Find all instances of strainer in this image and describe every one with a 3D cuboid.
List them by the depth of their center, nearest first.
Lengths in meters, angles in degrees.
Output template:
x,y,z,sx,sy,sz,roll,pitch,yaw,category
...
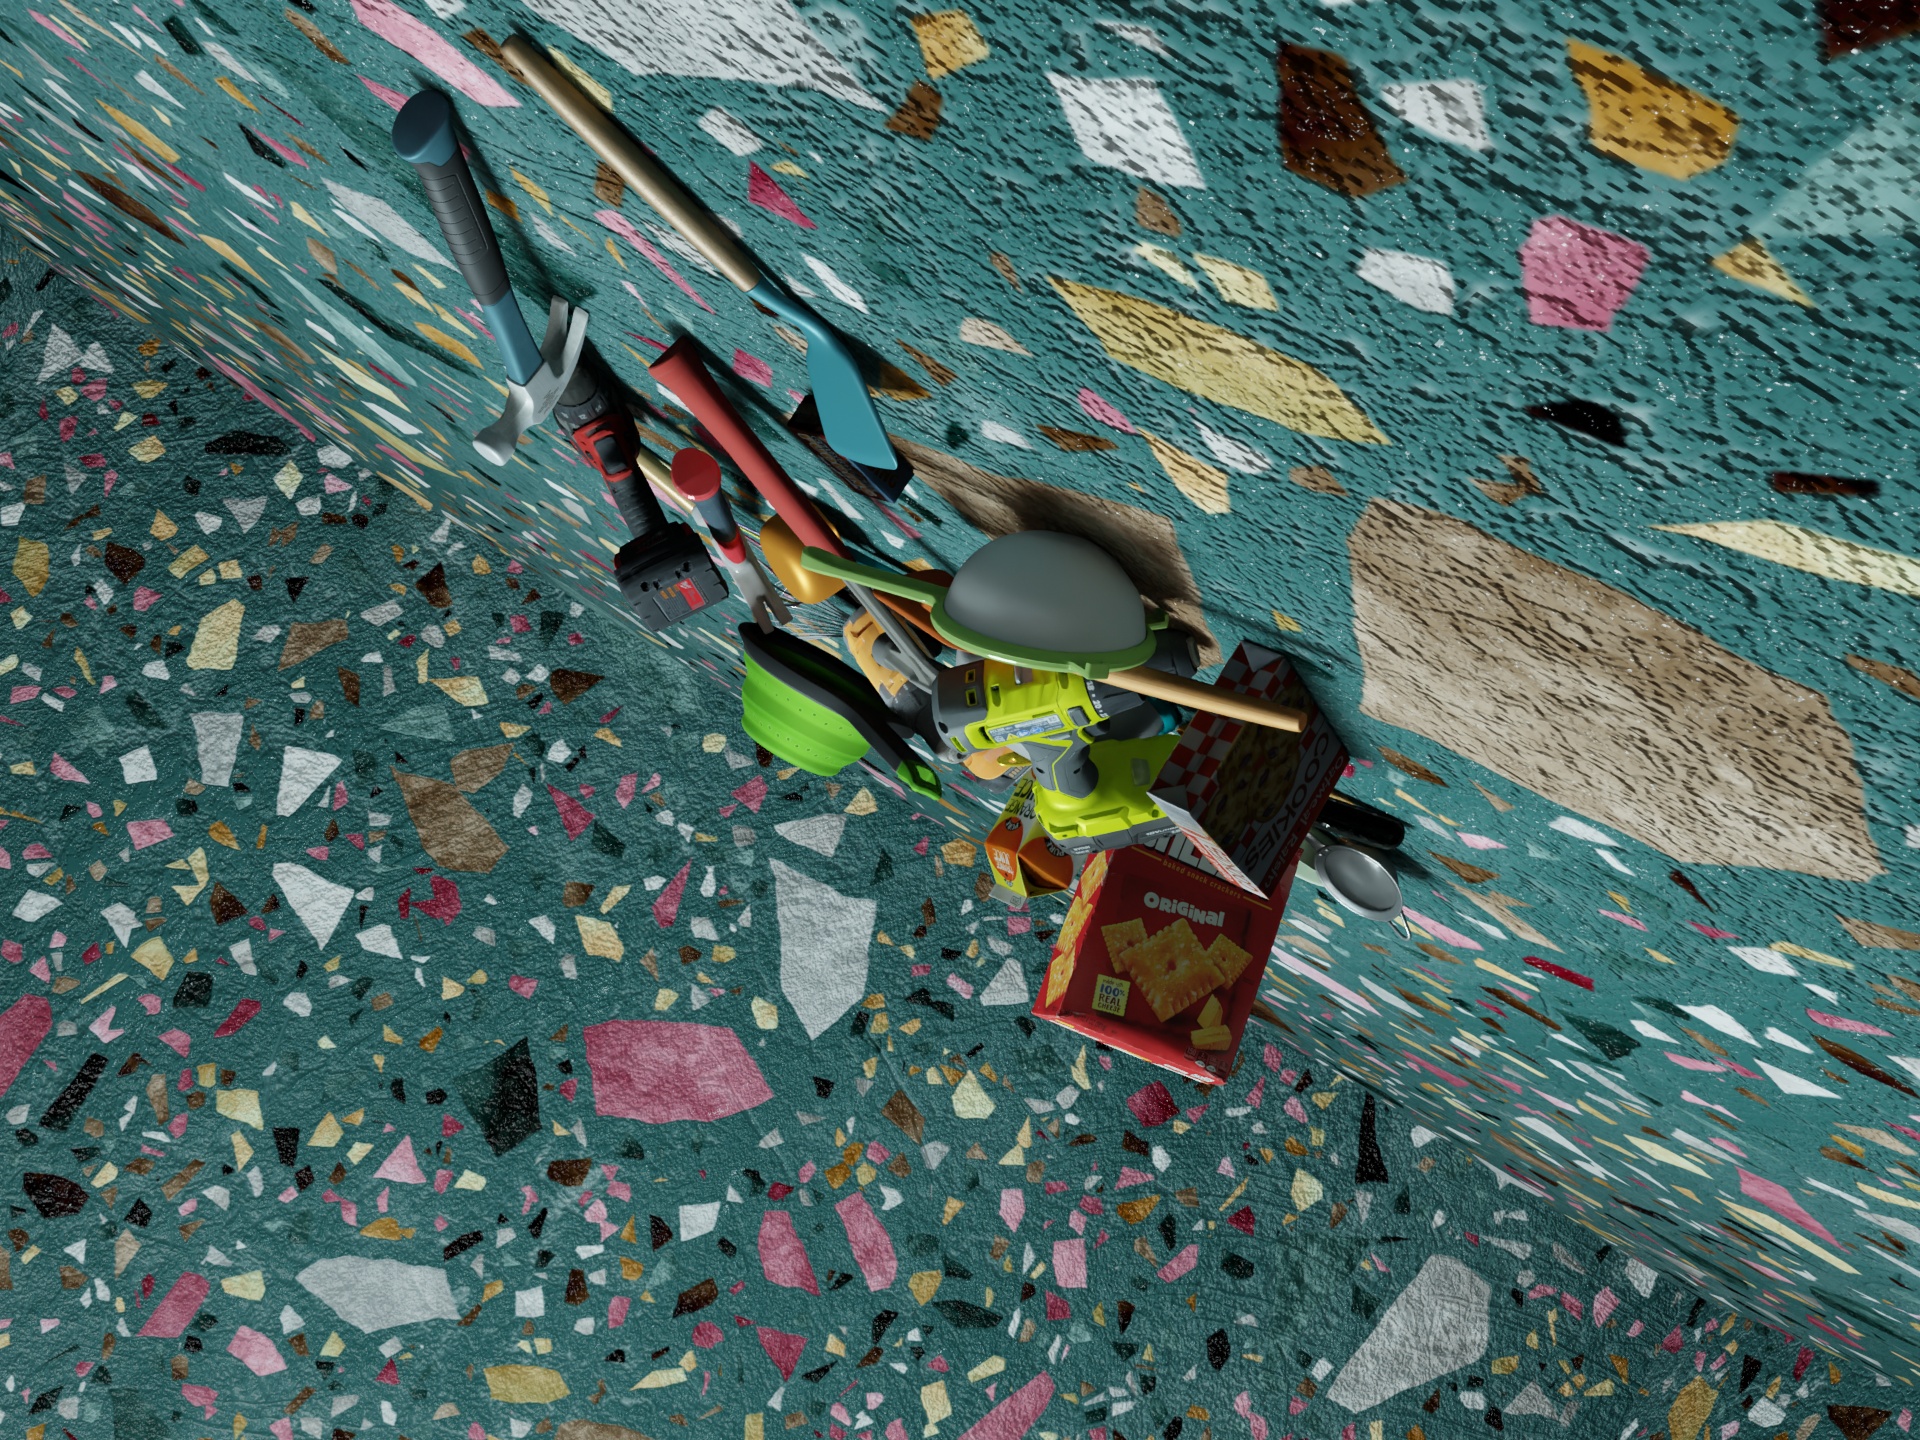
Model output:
x,y,z,sx,sy,sz,roll,pitch,yaw,category
0.011,-0.101,1.057,0.256,0.069,0.151,17,-157,19,strainer
0.293,0.092,1.369,0.258,0.050,0.086,37,152,2,strainer
0.018,-0.044,1.375,0.340,0.095,0.210,28,171,15,strainer

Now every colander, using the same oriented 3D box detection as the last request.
x,y,z,sx,sy,sz,roll,pitch,yaw,category
-0.119,0.020,1.512,0.204,0.094,0.397,26,-171,-30,colander

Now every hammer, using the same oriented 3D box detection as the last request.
x,y,z,sx,sy,sz,roll,pitch,yaw,category
-0.332,-0.309,1.116,0.033,0.128,0.330,30,162,9,hammer
-0.111,-0.146,1.229,0.358,0.037,0.149,51,167,-34,hammer
-0.200,-0.159,1.377,0.143,0.038,0.386,60,176,0,hammer

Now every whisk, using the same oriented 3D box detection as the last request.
x,y,z,sx,sy,sz,roll,pitch,yaw,category
-0.240,-0.201,1.597,0.244,0.051,0.047,39,148,-19,whisk
-0.123,-0.099,1.681,0.285,0.070,0.070,17,163,42,whisk

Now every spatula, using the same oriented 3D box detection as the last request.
x,y,z,sx,sy,sz,roll,pitch,yaw,category
-0.143,-0.260,0.912,0.317,0.044,0.082,40,172,-37,spatula
0.084,-0.046,1.067,0.323,0.041,0.081,17,-154,34,spatula

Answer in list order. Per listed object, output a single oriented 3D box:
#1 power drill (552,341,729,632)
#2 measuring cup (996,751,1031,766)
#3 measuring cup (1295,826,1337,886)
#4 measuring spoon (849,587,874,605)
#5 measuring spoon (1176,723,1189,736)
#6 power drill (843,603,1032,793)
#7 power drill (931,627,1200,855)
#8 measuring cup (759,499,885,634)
x,y,z,sx,sy,sz,roll,pitch,yaw,category
-0.289,-0.206,1.364,0.227,0.080,0.187,63,176,14,power drill
0.104,0.038,1.442,0.156,0.029,0.062,-6,-145,-20,measuring cup
0.277,0.091,1.427,0.167,0.038,0.083,38,169,-25,measuring cup
-0.080,-0.130,1.516,0.034,0.018,0.124,33,164,-7,measuring spoon
0.229,0.023,1.311,0.117,0.011,0.021,20,164,38,measuring spoon
-0.002,-0.005,1.505,0.226,0.084,0.186,35,-165,-53,power drill
0.106,0.012,1.197,0.190,0.080,0.228,-14,147,17,power drill
-0.114,-0.110,1.395,0.173,0.052,0.095,57,165,-3,measuring cup
